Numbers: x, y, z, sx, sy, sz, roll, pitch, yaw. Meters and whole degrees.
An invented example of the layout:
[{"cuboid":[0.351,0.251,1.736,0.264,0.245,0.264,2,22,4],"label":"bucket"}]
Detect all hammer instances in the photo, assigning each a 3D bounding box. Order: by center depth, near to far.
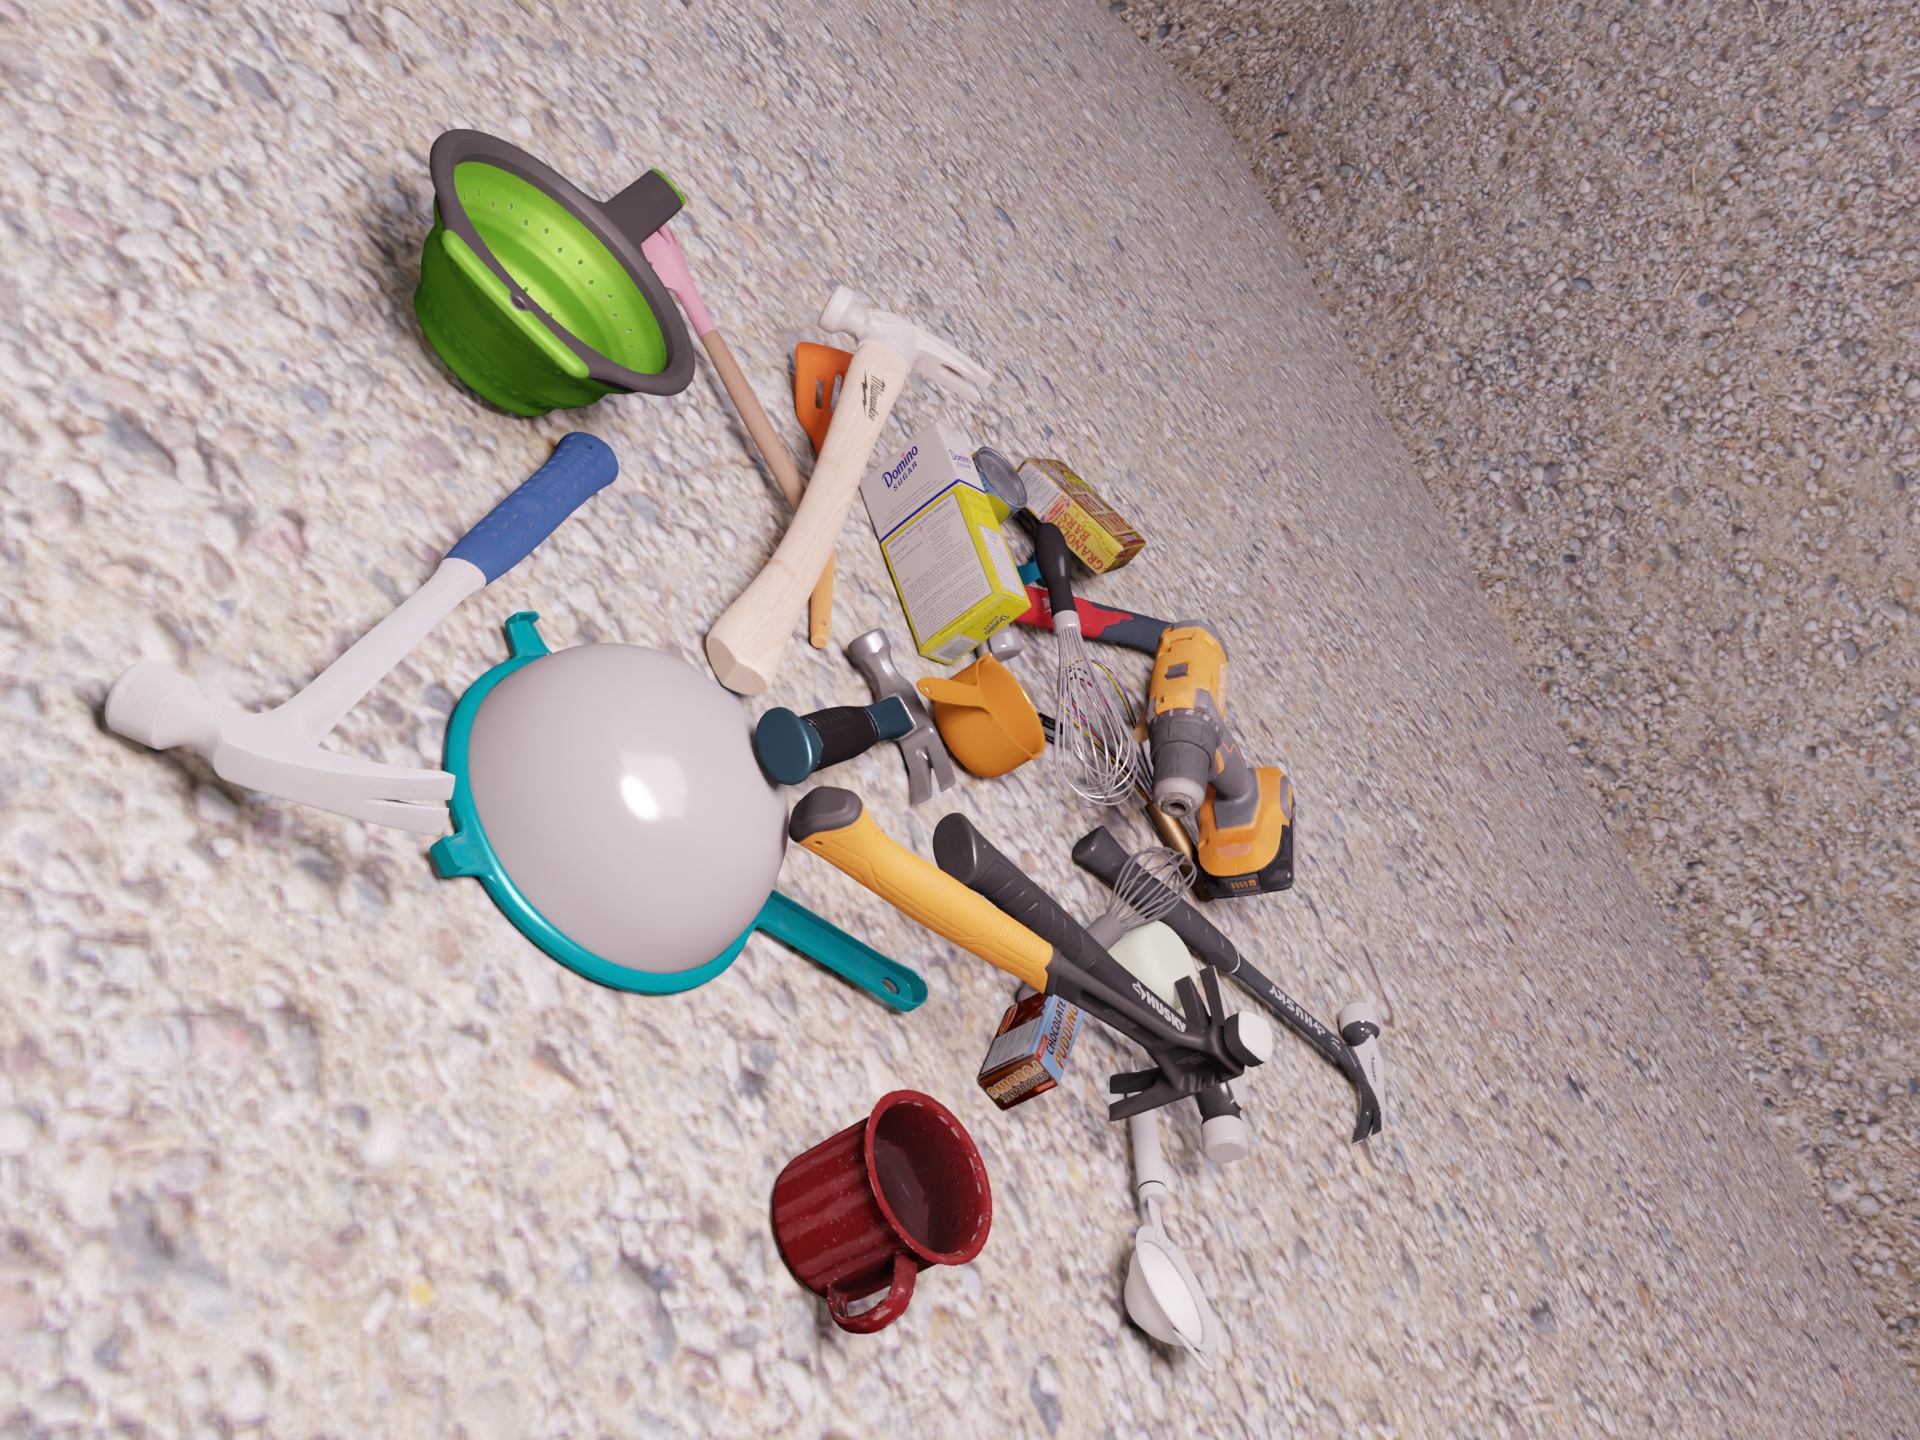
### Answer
[{"cuboid":[-0.265,-0.071,0.850,0.144,0.035,0.406,23,30,-3],"label":"hammer"},{"cuboid":[0.030,0.139,0.939,0.336,0.127,0.034,36,40,-27],"label":"hammer"},{"cuboid":[-0.067,0.004,1.014,0.128,0.033,0.331,61,11,2],"label":"hammer"},{"cuboid":[0.094,0.164,1.078,0.334,0.035,0.146,43,31,-32],"label":"hammer"},{"cuboid":[-0.085,-0.168,1.164,0.146,0.038,0.411,27,47,-11],"label":"hammer"},{"cuboid":[0.238,0.215,1.354,0.408,0.036,0.149,40,33,-26],"label":"hammer"},{"cuboid":[0.114,-0.110,1.482,0.386,0.038,0.143,6,67,-57],"label":"hammer"}]

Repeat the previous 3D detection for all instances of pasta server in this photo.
[{"cuboid":[-0.184,-0.266,1.210,0.060,0.040,0.316,-13,72,-60],"label":"pasta server"}]

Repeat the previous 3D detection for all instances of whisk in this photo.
[{"cuboid":[0.108,0.153,1.182,0.055,0.055,0.239,56,41,1],"label":"whisk"},{"cuboid":[0.093,-0.053,1.323,0.070,0.070,0.285,26,44,-43],"label":"whisk"},{"cuboid":[0.156,0.054,1.400,0.047,0.051,0.245,-32,92,-41],"label":"whisk"}]

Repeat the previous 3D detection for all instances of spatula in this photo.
[{"cuboid":[-0.102,-0.180,1.243,0.081,0.041,0.323,15,45,-18],"label":"spatula"}]

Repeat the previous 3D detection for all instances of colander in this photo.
[{"cuboid":[-0.266,-0.300,1.073,0.204,0.094,0.397,46,23,-18],"label":"colander"}]

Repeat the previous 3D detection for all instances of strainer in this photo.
[{"cuboid":[-0.120,0.068,0.896,0.340,0.095,0.211,36,33,-29],"label":"strainer"},{"cuboid":[0.129,0.326,1.064,0.086,0.050,0.259,47,23,-28],"label":"strainer"}]

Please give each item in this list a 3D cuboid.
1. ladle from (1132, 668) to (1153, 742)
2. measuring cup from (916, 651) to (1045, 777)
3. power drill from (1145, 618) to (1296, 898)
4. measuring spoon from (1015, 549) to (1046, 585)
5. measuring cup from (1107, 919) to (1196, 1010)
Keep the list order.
[{"cuboid":[0.190,-0.015,1.432,0.320,0.062,0.078,-38,122,-75],"label":"ladle"},{"cuboid":[-0.002,-0.004,1.183,0.173,0.052,0.095,11,50,-59],"label":"measuring cup"},{"cuboid":[0.211,0.055,1.312,0.185,0.084,0.226,-77,147,-44],"label":"power drill"},{"cuboid":[0.054,-0.133,1.463,0.128,0.021,0.042,-27,103,-53],"label":"measuring spoon"},{"cuboid":[0.177,0.229,1.237,0.167,0.038,0.083,57,28,7],"label":"measuring cup"}]
